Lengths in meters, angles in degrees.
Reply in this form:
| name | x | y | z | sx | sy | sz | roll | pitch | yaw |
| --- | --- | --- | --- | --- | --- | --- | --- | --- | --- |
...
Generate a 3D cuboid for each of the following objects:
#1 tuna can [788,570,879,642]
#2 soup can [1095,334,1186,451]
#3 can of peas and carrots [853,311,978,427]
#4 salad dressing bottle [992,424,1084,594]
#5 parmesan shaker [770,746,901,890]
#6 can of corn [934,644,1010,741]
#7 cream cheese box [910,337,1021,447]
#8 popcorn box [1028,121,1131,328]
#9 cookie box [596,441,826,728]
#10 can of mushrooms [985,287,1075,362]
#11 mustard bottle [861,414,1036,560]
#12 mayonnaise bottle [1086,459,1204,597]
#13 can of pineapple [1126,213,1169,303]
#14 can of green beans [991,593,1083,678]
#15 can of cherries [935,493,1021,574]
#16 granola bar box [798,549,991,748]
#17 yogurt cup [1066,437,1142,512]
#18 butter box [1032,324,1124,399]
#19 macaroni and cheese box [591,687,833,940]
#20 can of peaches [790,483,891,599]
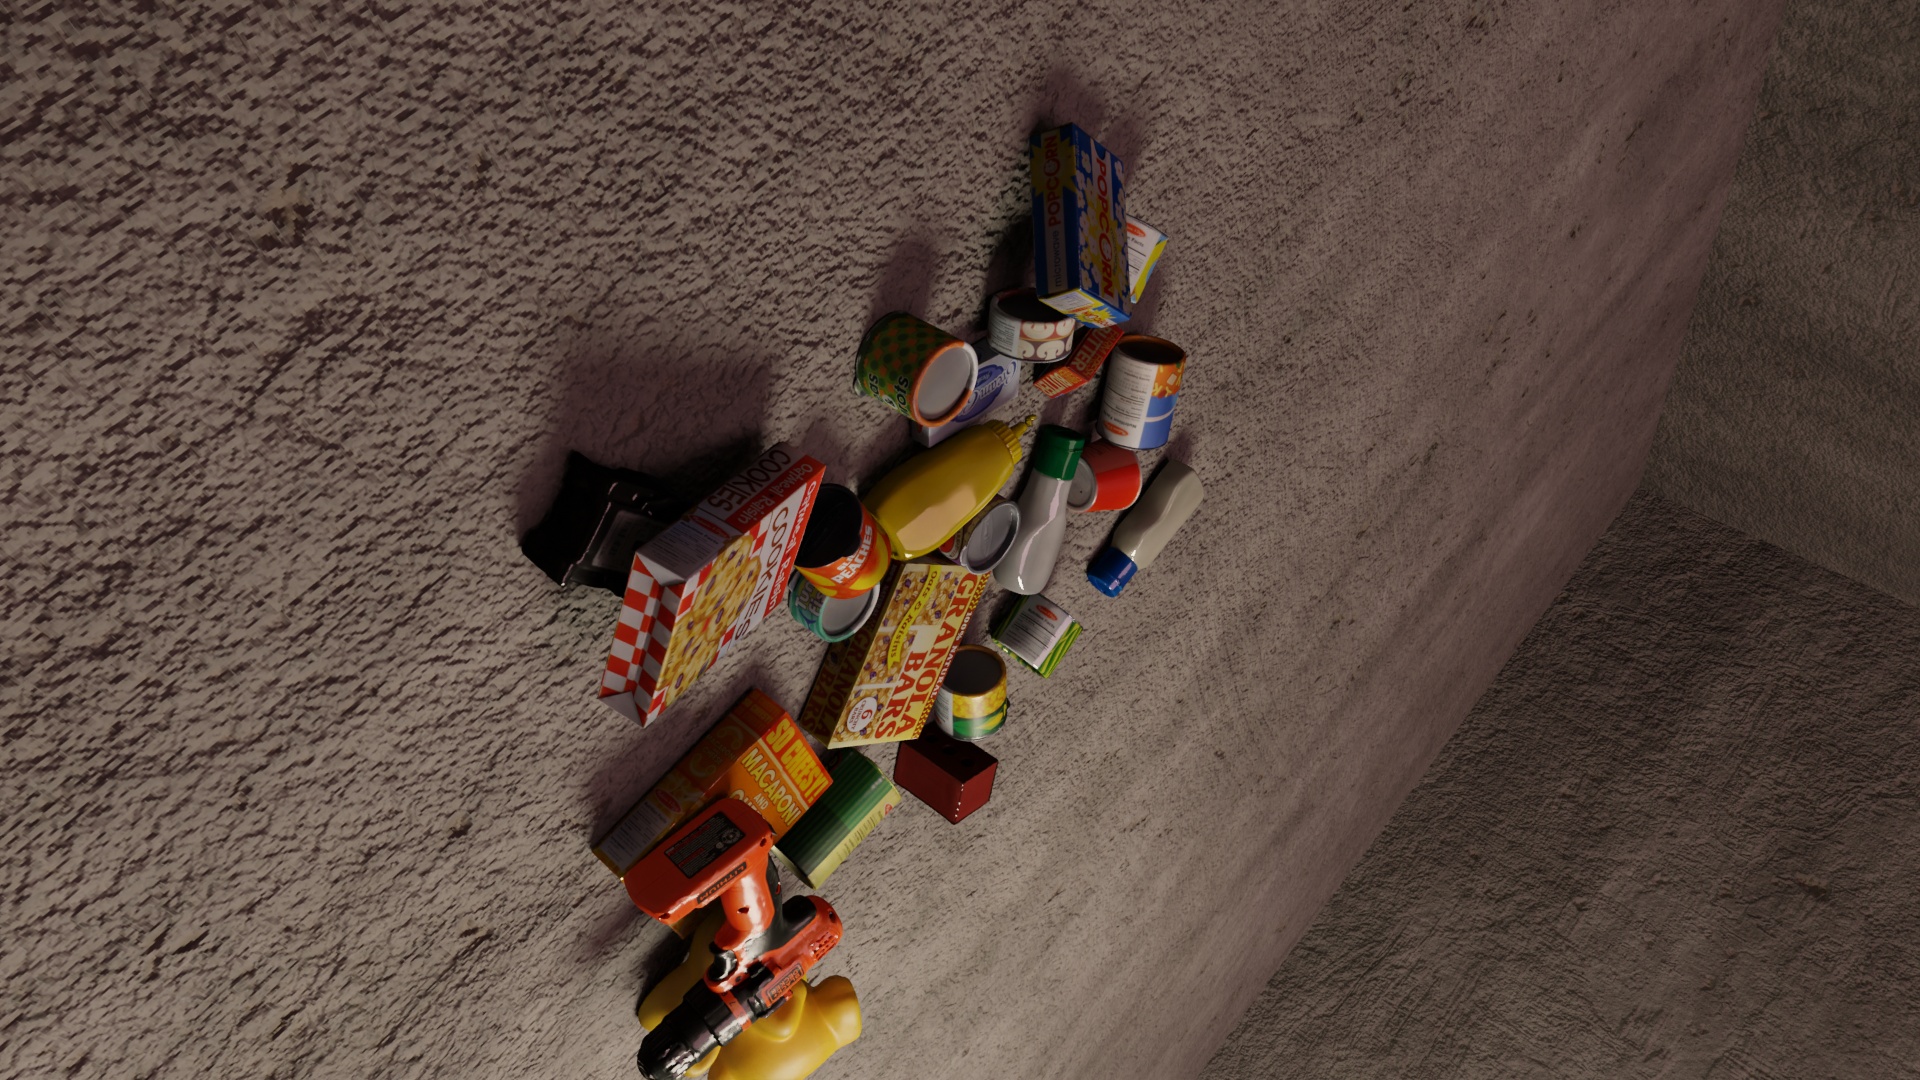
| name | x | y | z | sx | sy | sz | roll | pitch | yaw |
| --- | --- | --- | --- | --- | --- | --- | --- | --- | --- |
| tuna can | -0.095 | 0.041 | 1.045 | 0.071 | 0.033 | 0.070 | -35 | 142 | -34 |
| soup can | 0.160 | -0.132 | 1.225 | 0.071 | 0.071 | 0.083 | -25 | 135 | -43 |
| can of peas and carrots | -0.032 | -0.118 | 0.974 | 0.071 | 0.059 | 0.070 | -34 | 140 | -34 |
| salad dressing bottle | 0.070 | -0.027 | 1.211 | 0.064 | 0.044 | 0.147 | -8 | 122 | -49 |
| parmesan shaker | -0.108 | 0.229 | 1.154 | 0.103 | 0.071 | 0.071 | -45 | 146 | -21 |
| can of corn | 0.011 | 0.134 | 1.240 | 0.071 | 0.071 | 0.058 | -35 | 141 | -33 |
| cream cheese box | 0.004 | -0.116 | 1.060 | 0.104 | 0.024 | 0.053 | -33 | 142 | -35 |
| popcorn box | 0.088 | -0.227 | 1.012 | 0.085 | 0.038 | 0.127 | 13 | 72 | -56 |
| cookie box | -0.155 | 0.023 | 0.876 | 0.168 | 0.040 | 0.122 | -48 | 164 | -54 |
| can of mushrooms | 0.056 | -0.164 | 1.049 | 0.071 | 0.071 | 0.033 | -28 | 136 | -40 |
| mustard bottle | -0.001 | -0.050 | 1.063 | 0.161 | 0.049 | 0.065 | -37 | 111 | -21 |
| mayonnaise bottle | 0.185 | -0.009 | 1.389 | 0.148 | 0.041 | 0.064 | -49 | 146 | -13 |
| can of pineapple | 0.122 | -0.226 | 1.093 | 0.071 | 0.071 | 0.057 | 11 | 108 | -57 |
| can of green beans | 0.071 | 0.086 | 1.285 | 0.058 | 0.071 | 0.071 | -53 | 148 | -8 |
| can of cherries | 0.004 | -0.014 | 1.114 | 0.072 | 0.058 | 0.071 | -35 | 143 | -33 |
| granola bar box | -0.052 | 0.086 | 1.138 | 0.124 | 0.039 | 0.165 | 5 | 112 | -55 |
| yogurt cup | 0.120 | -0.056 | 1.238 | 0.054 | 0.072 | 0.072 | -15 | 128 | -39 |
| butter box | 0.092 | -0.145 | 1.105 | 0.053 | 0.024 | 0.103 | -54 | -172 | -8 |
| macaroni and cheese box | -0.184 | 0.208 | 1.056 | 0.167 | 0.040 | 0.123 | -46 | 146 | -19 |
| can of peaches | -0.088 | 0.003 | 0.987 | 0.071 | 0.071 | 0.058 | -52 | 149 | -10 |
